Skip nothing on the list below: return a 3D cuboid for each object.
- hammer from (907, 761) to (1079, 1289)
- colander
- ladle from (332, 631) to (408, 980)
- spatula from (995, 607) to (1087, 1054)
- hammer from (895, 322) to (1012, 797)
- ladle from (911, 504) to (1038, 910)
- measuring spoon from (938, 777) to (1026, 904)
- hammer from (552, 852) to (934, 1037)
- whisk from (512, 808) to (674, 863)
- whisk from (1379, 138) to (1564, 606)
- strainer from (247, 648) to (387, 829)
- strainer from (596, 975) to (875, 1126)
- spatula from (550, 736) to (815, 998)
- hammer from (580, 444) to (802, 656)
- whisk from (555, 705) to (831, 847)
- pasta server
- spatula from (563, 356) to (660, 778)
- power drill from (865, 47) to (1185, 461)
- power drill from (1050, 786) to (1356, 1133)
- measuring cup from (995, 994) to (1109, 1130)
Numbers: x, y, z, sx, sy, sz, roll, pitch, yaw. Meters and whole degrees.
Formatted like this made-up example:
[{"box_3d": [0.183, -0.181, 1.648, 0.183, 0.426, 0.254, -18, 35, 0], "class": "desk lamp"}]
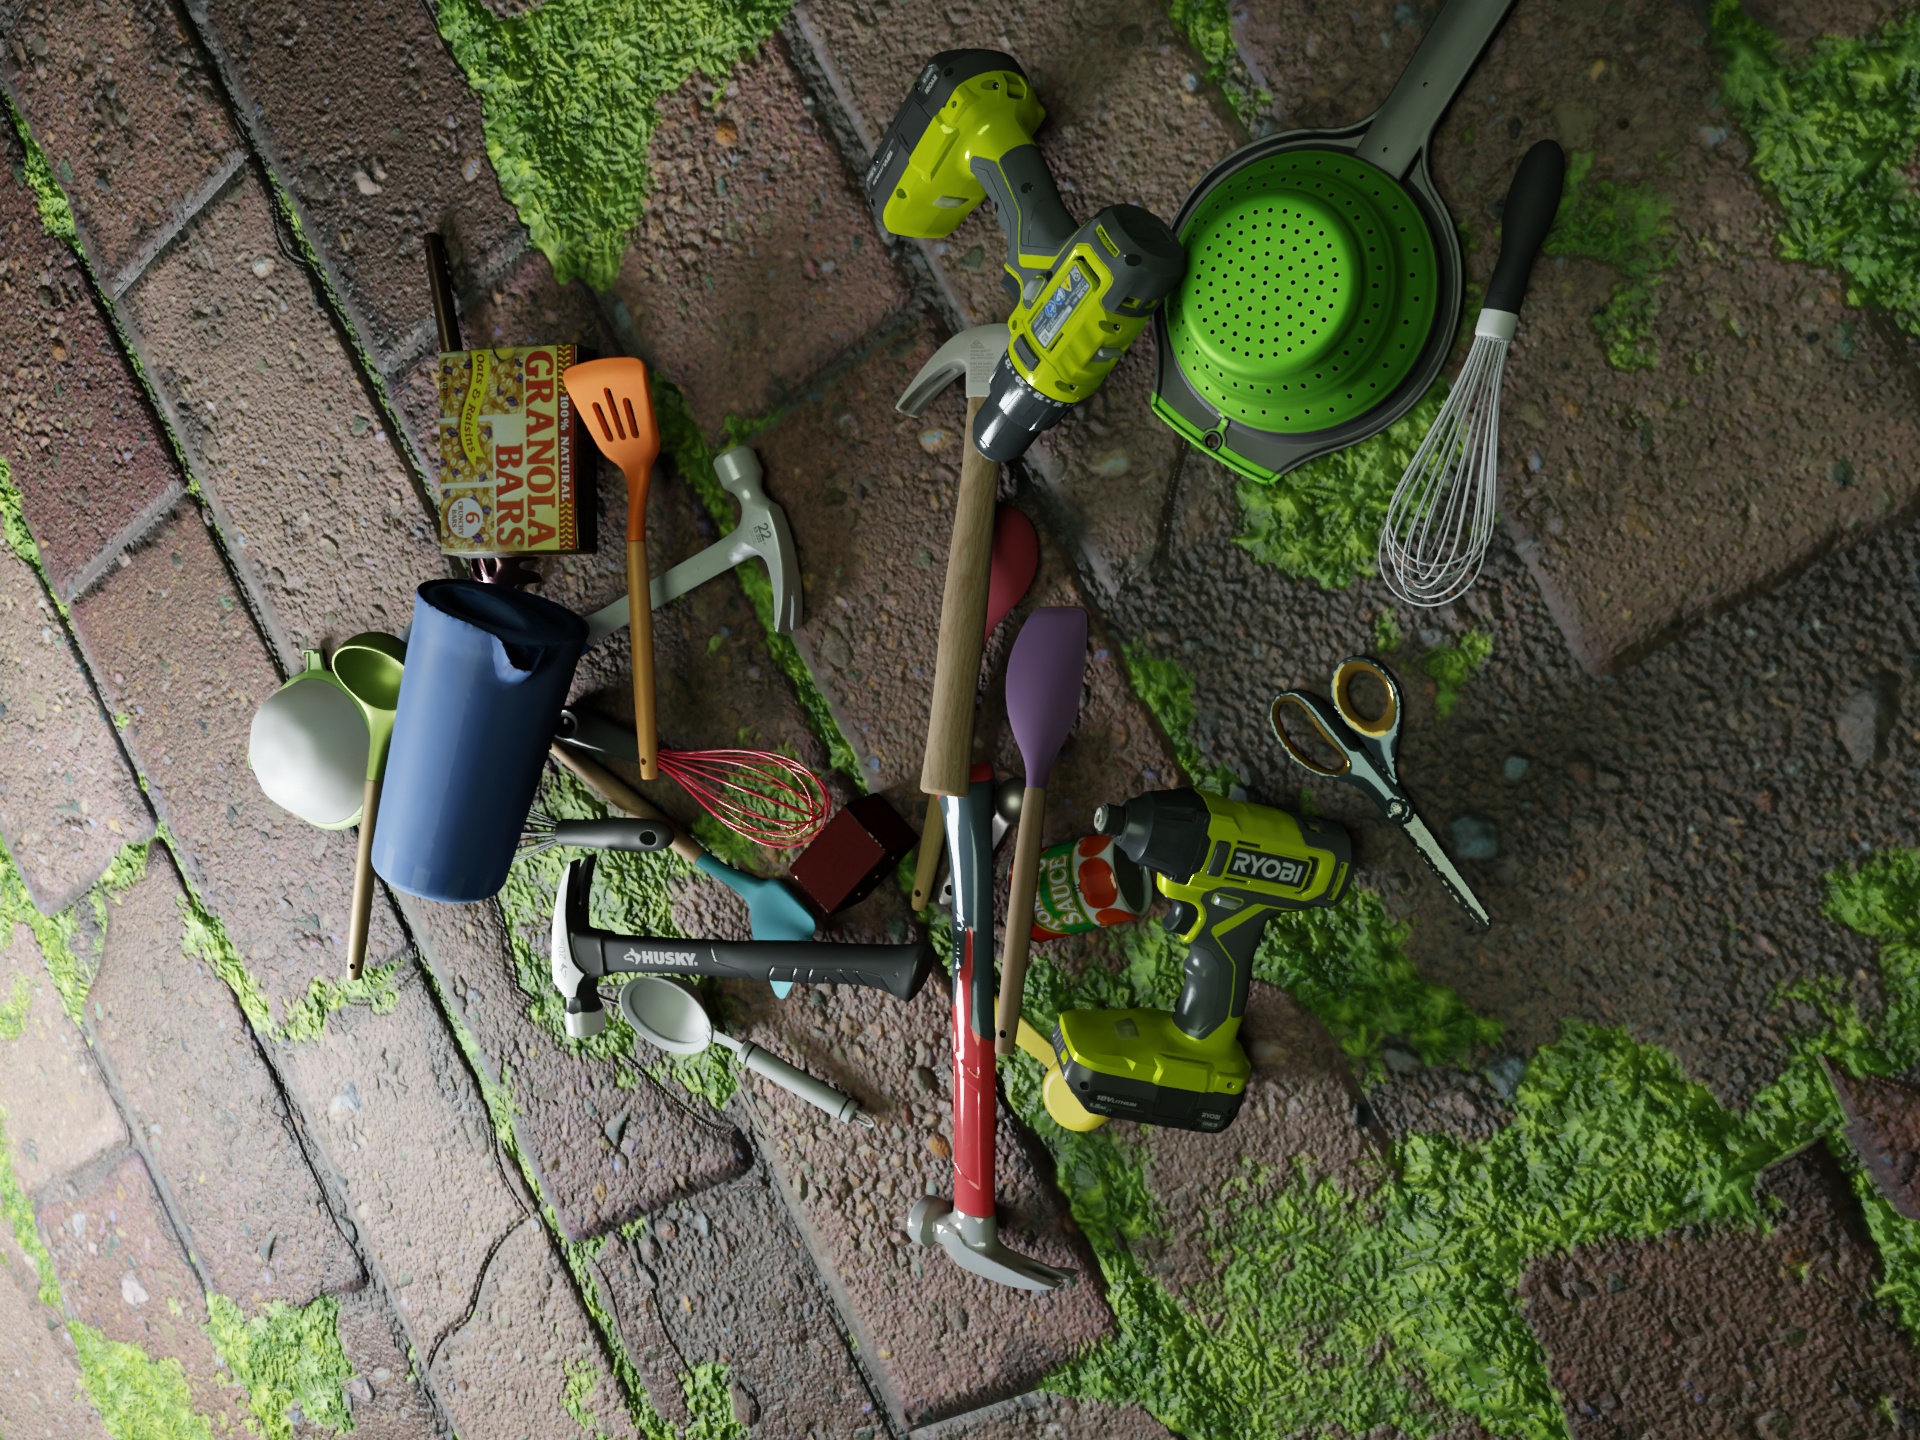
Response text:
[{"box_3d": [0.022, 0.224, 1.170, 0.143, 0.038, 0.386, 8, 103, 40], "class": "hammer"}, {"box_3d": [0.241, -0.333, 0.960, 0.205, 0.094, 0.397, 37, 113, 16], "class": "colander"}, {"box_3d": [-0.519, 0.079, 1.386, 0.078, 0.062, 0.320, 11, 101, 6], "class": "ladle"}, {"box_3d": [0.048, 0.073, 1.109, 0.060, 0.018, 0.316, 1, 77, 26], "class": "spatula"}, {"box_3d": [0.005, -0.112, 1.112, 0.130, 0.031, 0.331, 5, 87, 28], "class": "hammer"}, {"box_3d": [-0.002, -0.004, 1.174, 0.069, 0.031, 0.315, 20, 108, 25], "class": "ladle"}, {"box_3d": [0.015, 0.094, 1.184, 0.034, 0.018, 0.124, 41, 114, 15], "class": "measuring spoon"}, {"box_3d": [-0.174, 0.178, 1.224, 0.335, 0.035, 0.146, -2, 97, 25], "class": "hammer"}, {"box_3d": [-0.329, 0.096, 1.324, 0.239, 0.055, 0.055, -2, 98, 34], "class": "whisk"}, {"box_3d": [0.318, -0.208, 0.968, 0.070, 0.070, 0.284, 18, 102, 23], "class": "whisk"}, {"box_3d": [-0.566, 0.067, 1.440, 0.256, 0.069, 0.151, 45, 114, 15], "class": "strainer"}, {"box_3d": [-0.180, 0.267, 1.298, 0.258, 0.050, 0.086, 26, 131, 14], "class": "strainer"}, {"box_3d": [-0.236, 0.100, 1.296, 0.318, 0.044, 0.082, 34, 118, 19], "class": "spatula"}, {"box_3d": [-0.297, -0.071, 1.303, 0.405, 0.035, 0.144, -25, 87, 27], "class": "hammer"}, {"box_3d": [-0.225, 0.036, 1.275, 0.296, 0.073, 0.073, 18, 106, 29], "class": "whisk"}, {"box_3d": [-0.412, -0.253, 1.339, 0.060, 0.040, 0.316, -11, 89, 27], "class": "pasta server"}, {"box_3d": [-0.256, -0.114, 1.230, 0.081, 0.041, 0.322, -1, 94, 28], "class": "spatula"}, {"box_3d": [0.029, -0.303, 1.044, 0.190, 0.080, 0.229, -49, 61, 41], "class": "power drill"}, {"box_3d": [0.147, 0.155, 1.064, 0.171, 0.080, 0.223, 12, 109, -13], "class": "power drill"}, {"box_3d": [0.050, 0.245, 1.185, 0.157, 0.029, 0.062, 38, 113, 17], "class": "measuring cup"}]
